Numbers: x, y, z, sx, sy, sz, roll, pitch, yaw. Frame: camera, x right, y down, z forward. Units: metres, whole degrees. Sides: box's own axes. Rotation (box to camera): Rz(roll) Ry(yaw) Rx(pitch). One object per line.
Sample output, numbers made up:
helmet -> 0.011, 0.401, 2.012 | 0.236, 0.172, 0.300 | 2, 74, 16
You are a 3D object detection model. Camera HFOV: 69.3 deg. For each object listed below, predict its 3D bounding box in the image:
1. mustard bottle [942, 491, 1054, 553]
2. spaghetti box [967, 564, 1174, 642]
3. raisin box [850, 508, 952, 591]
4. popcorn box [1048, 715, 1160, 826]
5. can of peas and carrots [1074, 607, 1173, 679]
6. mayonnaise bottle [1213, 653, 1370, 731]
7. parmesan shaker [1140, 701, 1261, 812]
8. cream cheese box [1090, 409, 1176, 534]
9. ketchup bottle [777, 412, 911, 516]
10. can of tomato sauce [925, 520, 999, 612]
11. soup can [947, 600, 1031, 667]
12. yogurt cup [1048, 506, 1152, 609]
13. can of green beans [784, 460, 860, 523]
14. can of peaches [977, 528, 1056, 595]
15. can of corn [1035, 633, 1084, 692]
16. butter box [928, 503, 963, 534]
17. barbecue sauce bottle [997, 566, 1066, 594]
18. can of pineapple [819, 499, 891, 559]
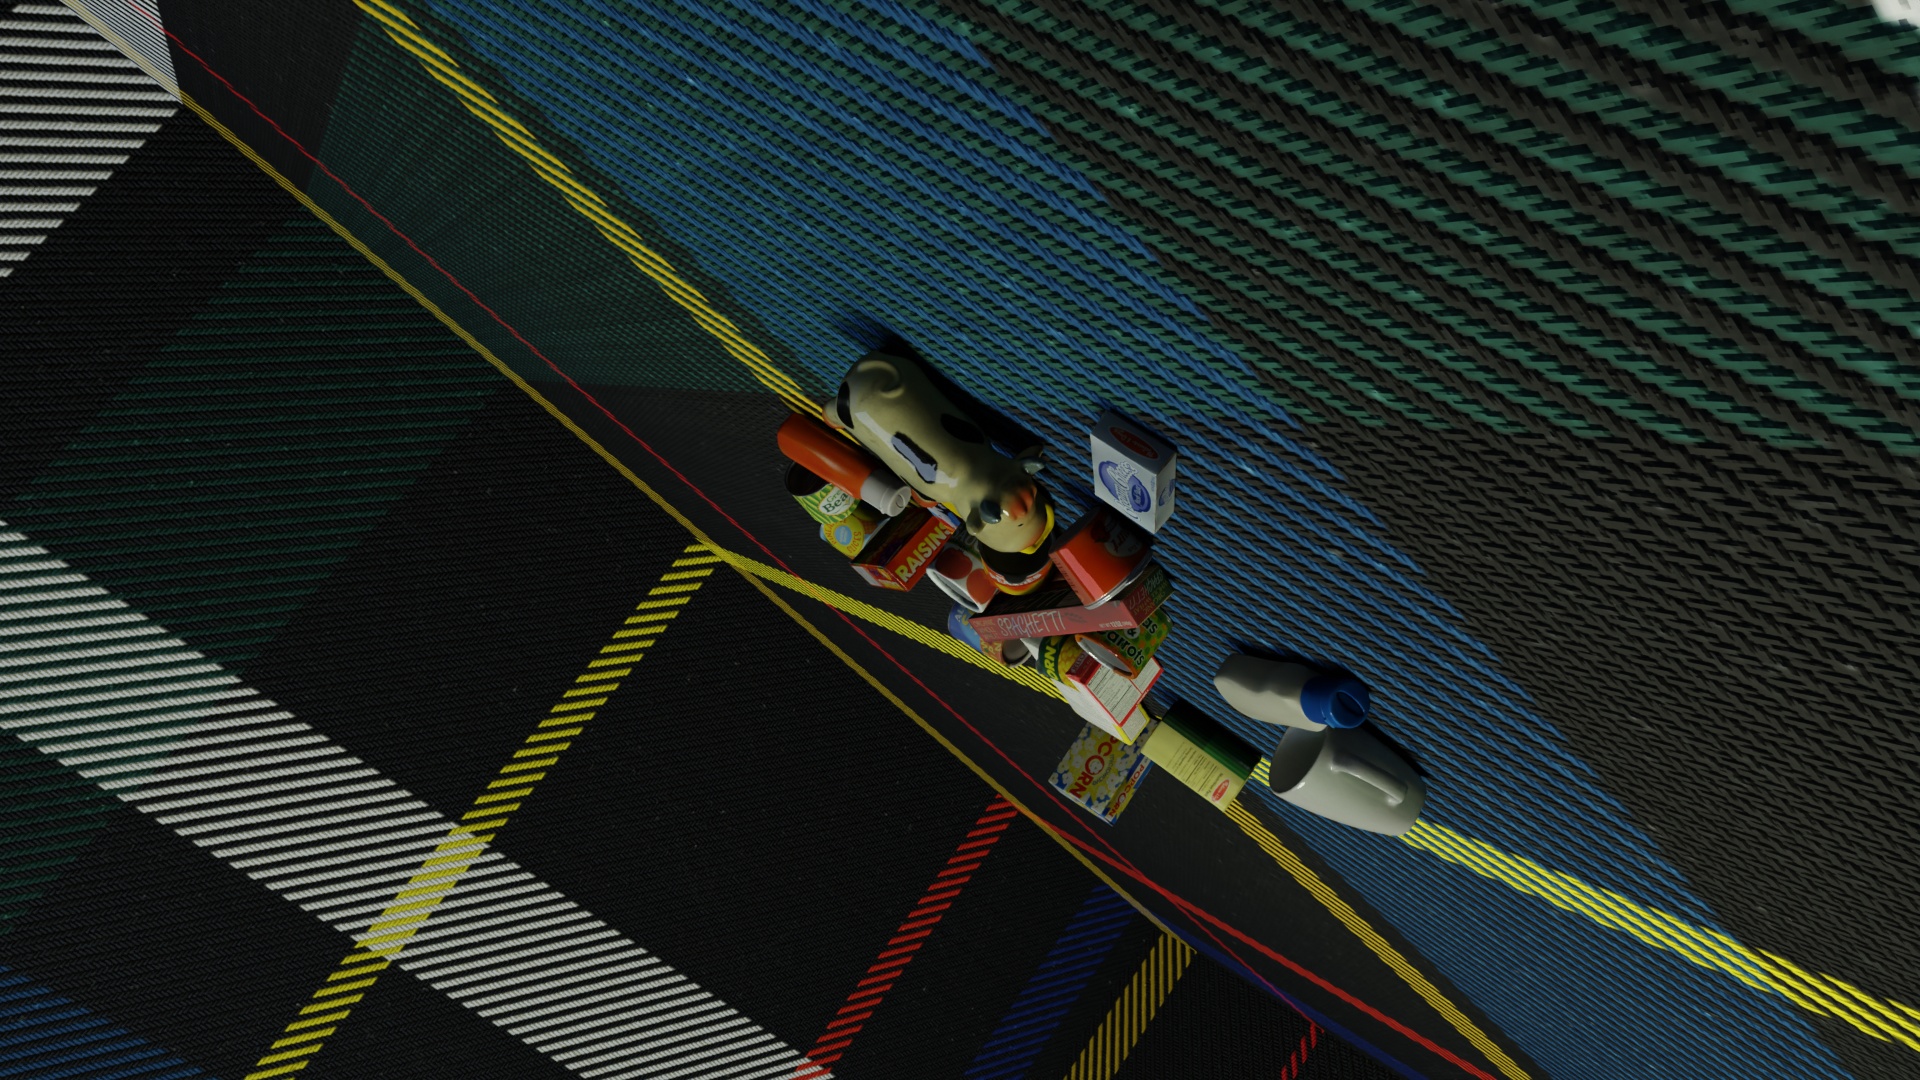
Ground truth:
mustard bottle -> 0.003, -0.049, 1.157 | 0.160, 0.049, 0.065 | 33, 165, 23
spaghetti box -> 0.087, 0.056, 1.185 | 0.028, 0.050, 0.249 | 56, 153, -11
raisin box -> -0.059, 0.008, 1.455 | 0.040, 0.086, 0.123 | 47, 166, -16
popcorn box -> 0.171, 0.249, 1.588 | 0.085, 0.127, 0.038 | 27, 167, 42
can of peas and carrots -> 0.142, 0.079, 1.206 | 0.071, 0.059, 0.070 | 35, 168, 9
mayonnaise bottle -> 0.257, 0.119, 1.072 | 0.064, 0.041, 0.148 | 40, 167, -15
parmesan shaker -> 0.246, 0.217, 1.414 | 0.103, 0.071, 0.071 | 36, 167, 14
cream cheese box -> 0.114, -0.044, 0.916 | 0.053, 0.024, 0.103 | 35, 167, 19
ketchup bottle -> -0.118, -0.075, 1.421 | 0.149, 0.043, 0.064 | 32, 168, 23
can of tomato sauce -> 0.018, 0.013, 1.260 | 0.071, 0.083, 0.071 | 36, 167, 9
soup can -> 0.037, 0.094, 1.551 | 0.084, 0.071, 0.071 | 27, 163, 39
yogurt cup -> 0.104, 0.011, 1.059 | 0.054, 0.072, 0.072 | 47, 167, -5
can of green beans -> -0.148, -0.060, 1.509 | 0.071, 0.071, 0.057 | 27, 164, 40
can of peaches -> 0.049, 0.011, 1.195 | 0.071, 0.071, 0.058 | 35, 168, 14
can of corn -> 0.119, 0.118, 1.387 | 0.058, 0.071, 0.071 | 22, 160, 49
butter box -> 0.005, -0.017, 1.330 | 0.053, 0.024, 0.103 | 23, 161, 51
barbecue sauce bottle -> 0.067, 0.046, 1.336 | 0.064, 0.044, 0.148 | 47, 166, -22
can of pineapple -> -0.120, -0.014, 1.591 | 0.058, 0.071, 0.071 | 34, 167, 14
